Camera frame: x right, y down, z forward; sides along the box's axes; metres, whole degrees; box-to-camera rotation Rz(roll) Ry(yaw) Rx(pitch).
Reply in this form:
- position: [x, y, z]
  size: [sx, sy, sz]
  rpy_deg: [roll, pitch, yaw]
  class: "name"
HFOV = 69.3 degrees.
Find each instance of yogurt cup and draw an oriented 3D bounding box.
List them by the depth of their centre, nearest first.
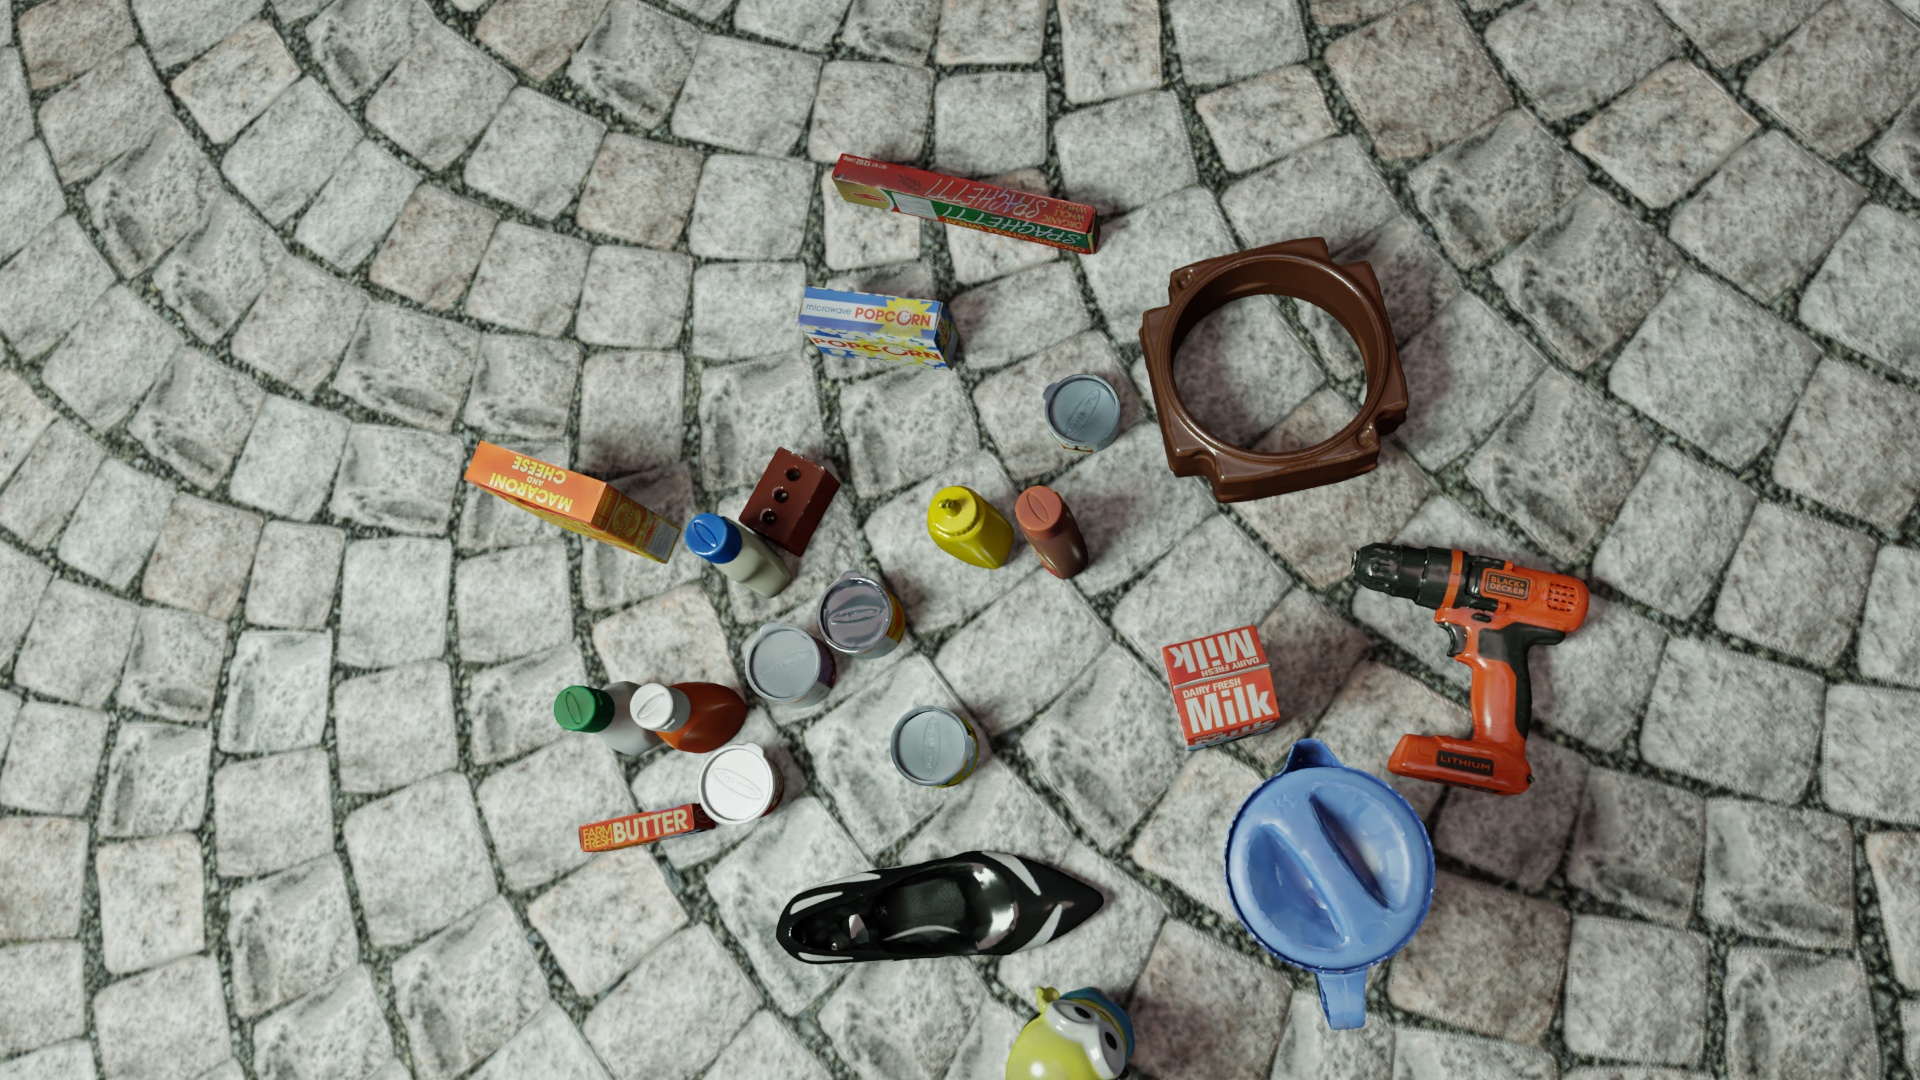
- position: [-0.184, 0.209, 1.184]
  size: [0.072, 0.054, 0.072]
  rpy_deg: [-2, 77, 10]
  class: "yogurt cup"

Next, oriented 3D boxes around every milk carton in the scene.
- position: [0.199, 0.114, 1.068]
  size: [0.072, 0.190, 0.073]
  rpy_deg: [-15, 76, 7]
  class: "milk carton"

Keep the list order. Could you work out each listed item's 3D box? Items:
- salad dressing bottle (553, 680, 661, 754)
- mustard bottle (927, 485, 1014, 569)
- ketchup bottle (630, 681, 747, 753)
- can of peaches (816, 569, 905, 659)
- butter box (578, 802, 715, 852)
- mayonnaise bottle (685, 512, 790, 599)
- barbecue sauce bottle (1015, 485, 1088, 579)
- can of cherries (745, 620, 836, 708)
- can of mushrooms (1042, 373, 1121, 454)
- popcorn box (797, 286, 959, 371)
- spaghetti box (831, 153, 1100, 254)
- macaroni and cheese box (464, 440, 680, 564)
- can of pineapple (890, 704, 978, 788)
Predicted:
- position: [-0.293, 0.146, 1.169]
  size: [0.044, 0.147, 0.064]
  rpy_deg: [-26, 75, 4]
  class: "salad dressing bottle"
- position: [0.004, -0.014, 1.147]
  size: [0.065, 0.160, 0.049]
  rpy_deg: [20, 82, 14]
  class: "mustard bottle"
- position: [-0.228, 0.145, 1.157]
  size: [0.065, 0.148, 0.043]
  rpy_deg: [-43, 74, -1]
  class: "ketchup bottle"
- position: [-0.085, 0.065, 1.198]
  size: [0.071, 0.058, 0.071]
  rpy_deg: [-2, 77, 10]
  class: "can of peaches"
- position: [-0.268, 0.247, 1.191]
  size: [0.103, 0.053, 0.024]
  rpy_deg: [-13, 76, 7]
  class: "butter box"
- position: [-0.192, 0.010, 1.182]
  size: [0.041, 0.148, 0.065]
  rpy_deg: [-44, 74, -1]
  class: "mayonnaise bottle"
- position: [0.073, -0.010, 1.140]
  size: [0.043, 0.148, 0.065]
  rpy_deg: [-32, 74, 2]
  class: "barbecue sauce bottle"
- position: [-0.146, 0.107, 1.199]
  size: [0.071, 0.058, 0.071]
  rpy_deg: [-2, 77, 10]
  class: "can of cherries"
- position: [0.106, -0.111, 1.217]
  size: [0.071, 0.033, 0.071]
  rpy_deg: [-2, 77, 10]
  class: "can of mushrooms"
- position: [-0.072, -0.189, 1.239]
  size: [0.127, 0.085, 0.038]
  rpy_deg: [9, 80, 12]
  class: "popcorn box"
- position: [0.006, -0.307, 1.270]
  size: [0.250, 0.050, 0.029]
  rpy_deg: [15, 81, 13]
  class: "spaghetti box"
- position: [-0.332, -0.030, 1.206]
  size: [0.124, 0.166, 0.040]
  rpy_deg: [18, 82, 13]
  class: "macaroni and cheese box"
- position: [-0.019, 0.174, 1.162]
  size: [0.071, 0.058, 0.071]
  rpy_deg: [-2, 77, 10]
  class: "can of pineapple"
